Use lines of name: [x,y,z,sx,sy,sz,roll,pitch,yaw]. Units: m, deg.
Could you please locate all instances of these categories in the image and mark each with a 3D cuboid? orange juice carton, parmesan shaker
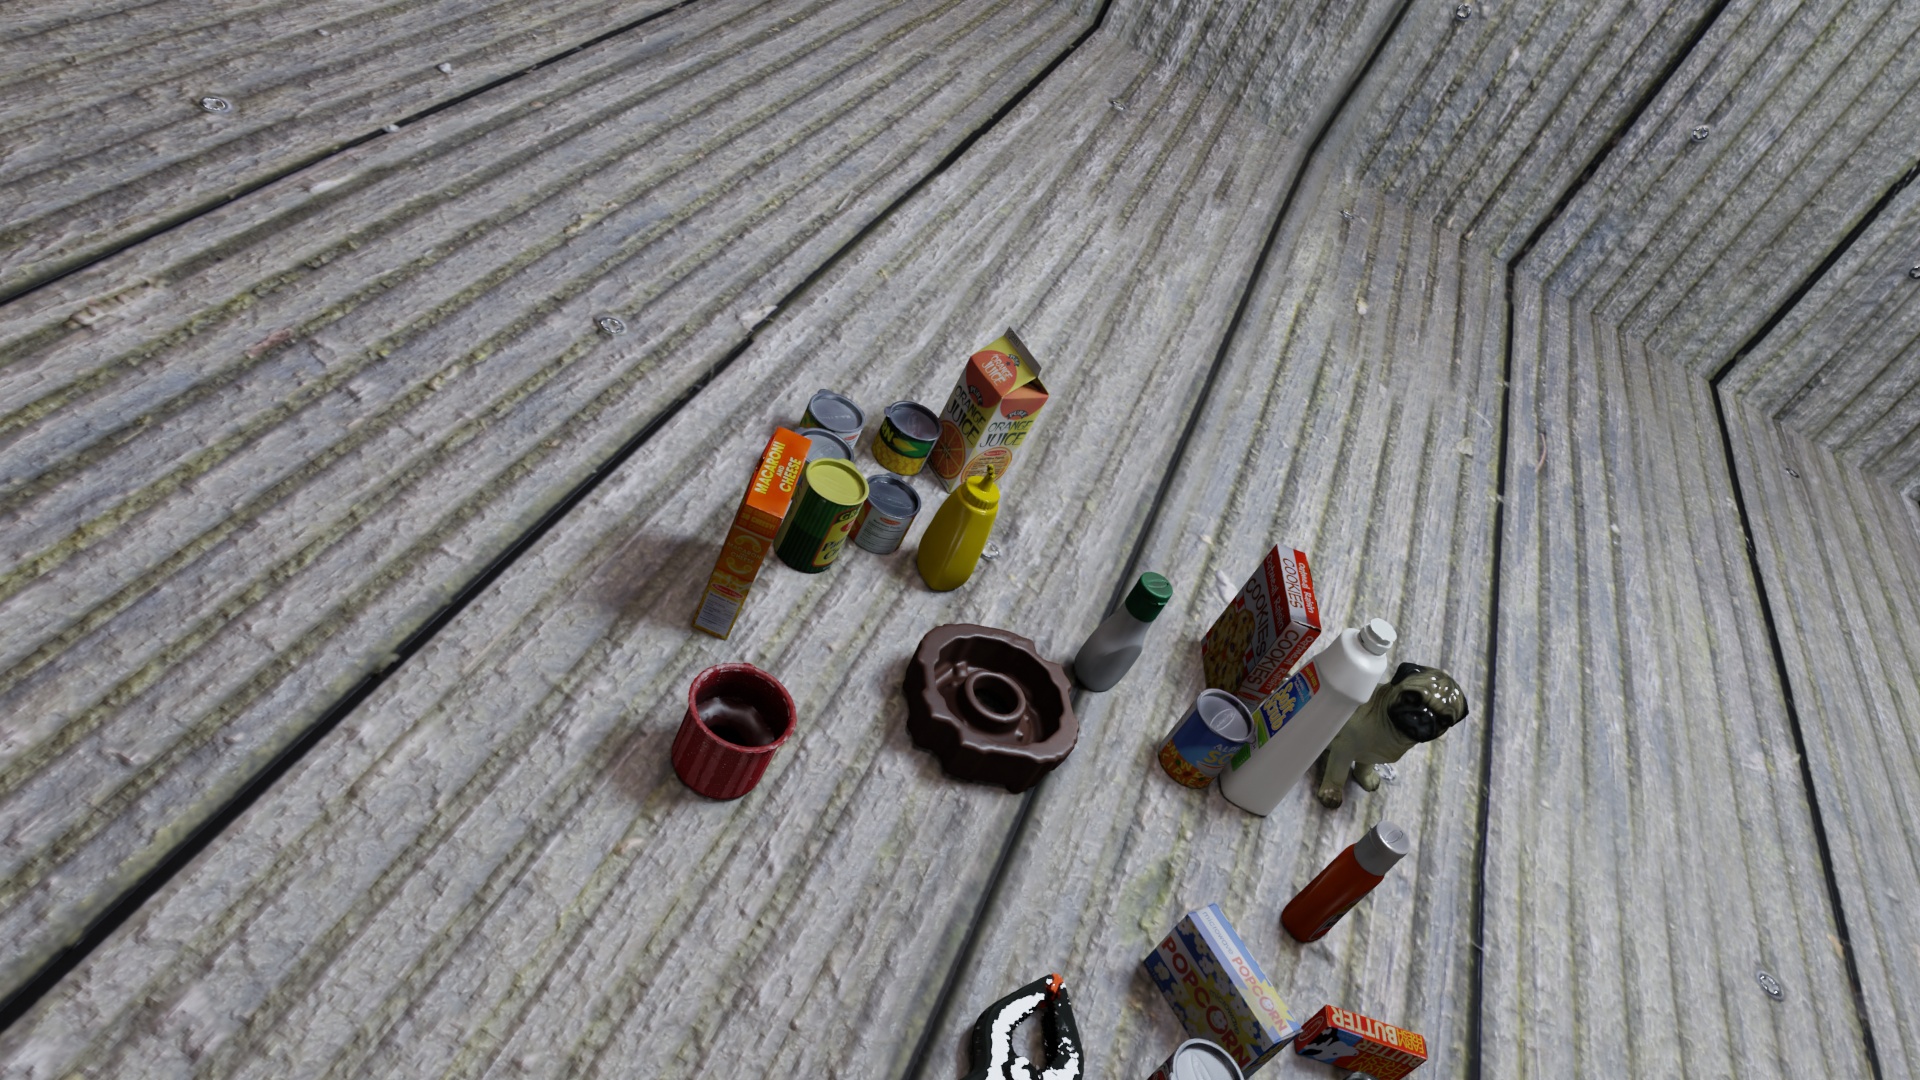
orange juice carton: [0.034,-0.147,1.576,0.073,0.191,0.072,-7,51,-38]
parmesan shaker: [-0.140,-0.025,1.401,0.071,0.102,0.072,18,39,-15]

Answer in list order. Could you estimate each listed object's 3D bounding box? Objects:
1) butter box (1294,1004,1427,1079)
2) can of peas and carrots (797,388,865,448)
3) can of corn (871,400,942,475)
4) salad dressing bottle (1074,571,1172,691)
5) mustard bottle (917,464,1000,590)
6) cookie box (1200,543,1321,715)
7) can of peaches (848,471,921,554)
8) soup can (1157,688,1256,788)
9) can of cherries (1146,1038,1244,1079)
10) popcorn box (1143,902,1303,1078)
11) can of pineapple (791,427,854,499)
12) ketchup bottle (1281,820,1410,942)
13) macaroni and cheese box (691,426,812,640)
butter box: [0.353,0.445,1.226,0.103,0.052,0.024,21,38,-11]
can of peas and carrots: [-0.148,-0.123,1.543,0.071,0.058,0.071,18,39,-15]
can of corn: [-0.064,-0.118,1.590,0.071,0.058,0.071,18,39,-15]
salad dressing bottle: [0.168,0.094,1.427,0.064,0.146,0.044,-1,47,-33]
mustard bottle: [0.005,-0.018,1.439,0.049,0.159,0.065,0,46,-33]
cookie box: [0.322,0.103,1.498,0.040,0.166,0.123,20,39,-13]
can of peaches: [-0.083,-0.029,1.479,0.071,0.057,0.071,18,39,-15]
soup can: [0.250,0.204,1.407,0.071,0.083,0.072,18,39,-15]
can of cherries: [0.184,0.444,1.115,0.071,0.058,0.072,18,39,-15]
popcorn box: [0.220,0.386,1.182,0.038,0.084,0.127,-7,51,-38]
can of pineapple: [-0.156,-0.079,1.489,0.071,0.057,0.071,18,39,-15]
ketchup bottle: [0.362,0.317,1.298,0.065,0.148,0.043,-16,56,-43]
macaroni and cheese box: [-0.195,-0.007,1.294,0.040,0.165,0.124,23,38,-9]
